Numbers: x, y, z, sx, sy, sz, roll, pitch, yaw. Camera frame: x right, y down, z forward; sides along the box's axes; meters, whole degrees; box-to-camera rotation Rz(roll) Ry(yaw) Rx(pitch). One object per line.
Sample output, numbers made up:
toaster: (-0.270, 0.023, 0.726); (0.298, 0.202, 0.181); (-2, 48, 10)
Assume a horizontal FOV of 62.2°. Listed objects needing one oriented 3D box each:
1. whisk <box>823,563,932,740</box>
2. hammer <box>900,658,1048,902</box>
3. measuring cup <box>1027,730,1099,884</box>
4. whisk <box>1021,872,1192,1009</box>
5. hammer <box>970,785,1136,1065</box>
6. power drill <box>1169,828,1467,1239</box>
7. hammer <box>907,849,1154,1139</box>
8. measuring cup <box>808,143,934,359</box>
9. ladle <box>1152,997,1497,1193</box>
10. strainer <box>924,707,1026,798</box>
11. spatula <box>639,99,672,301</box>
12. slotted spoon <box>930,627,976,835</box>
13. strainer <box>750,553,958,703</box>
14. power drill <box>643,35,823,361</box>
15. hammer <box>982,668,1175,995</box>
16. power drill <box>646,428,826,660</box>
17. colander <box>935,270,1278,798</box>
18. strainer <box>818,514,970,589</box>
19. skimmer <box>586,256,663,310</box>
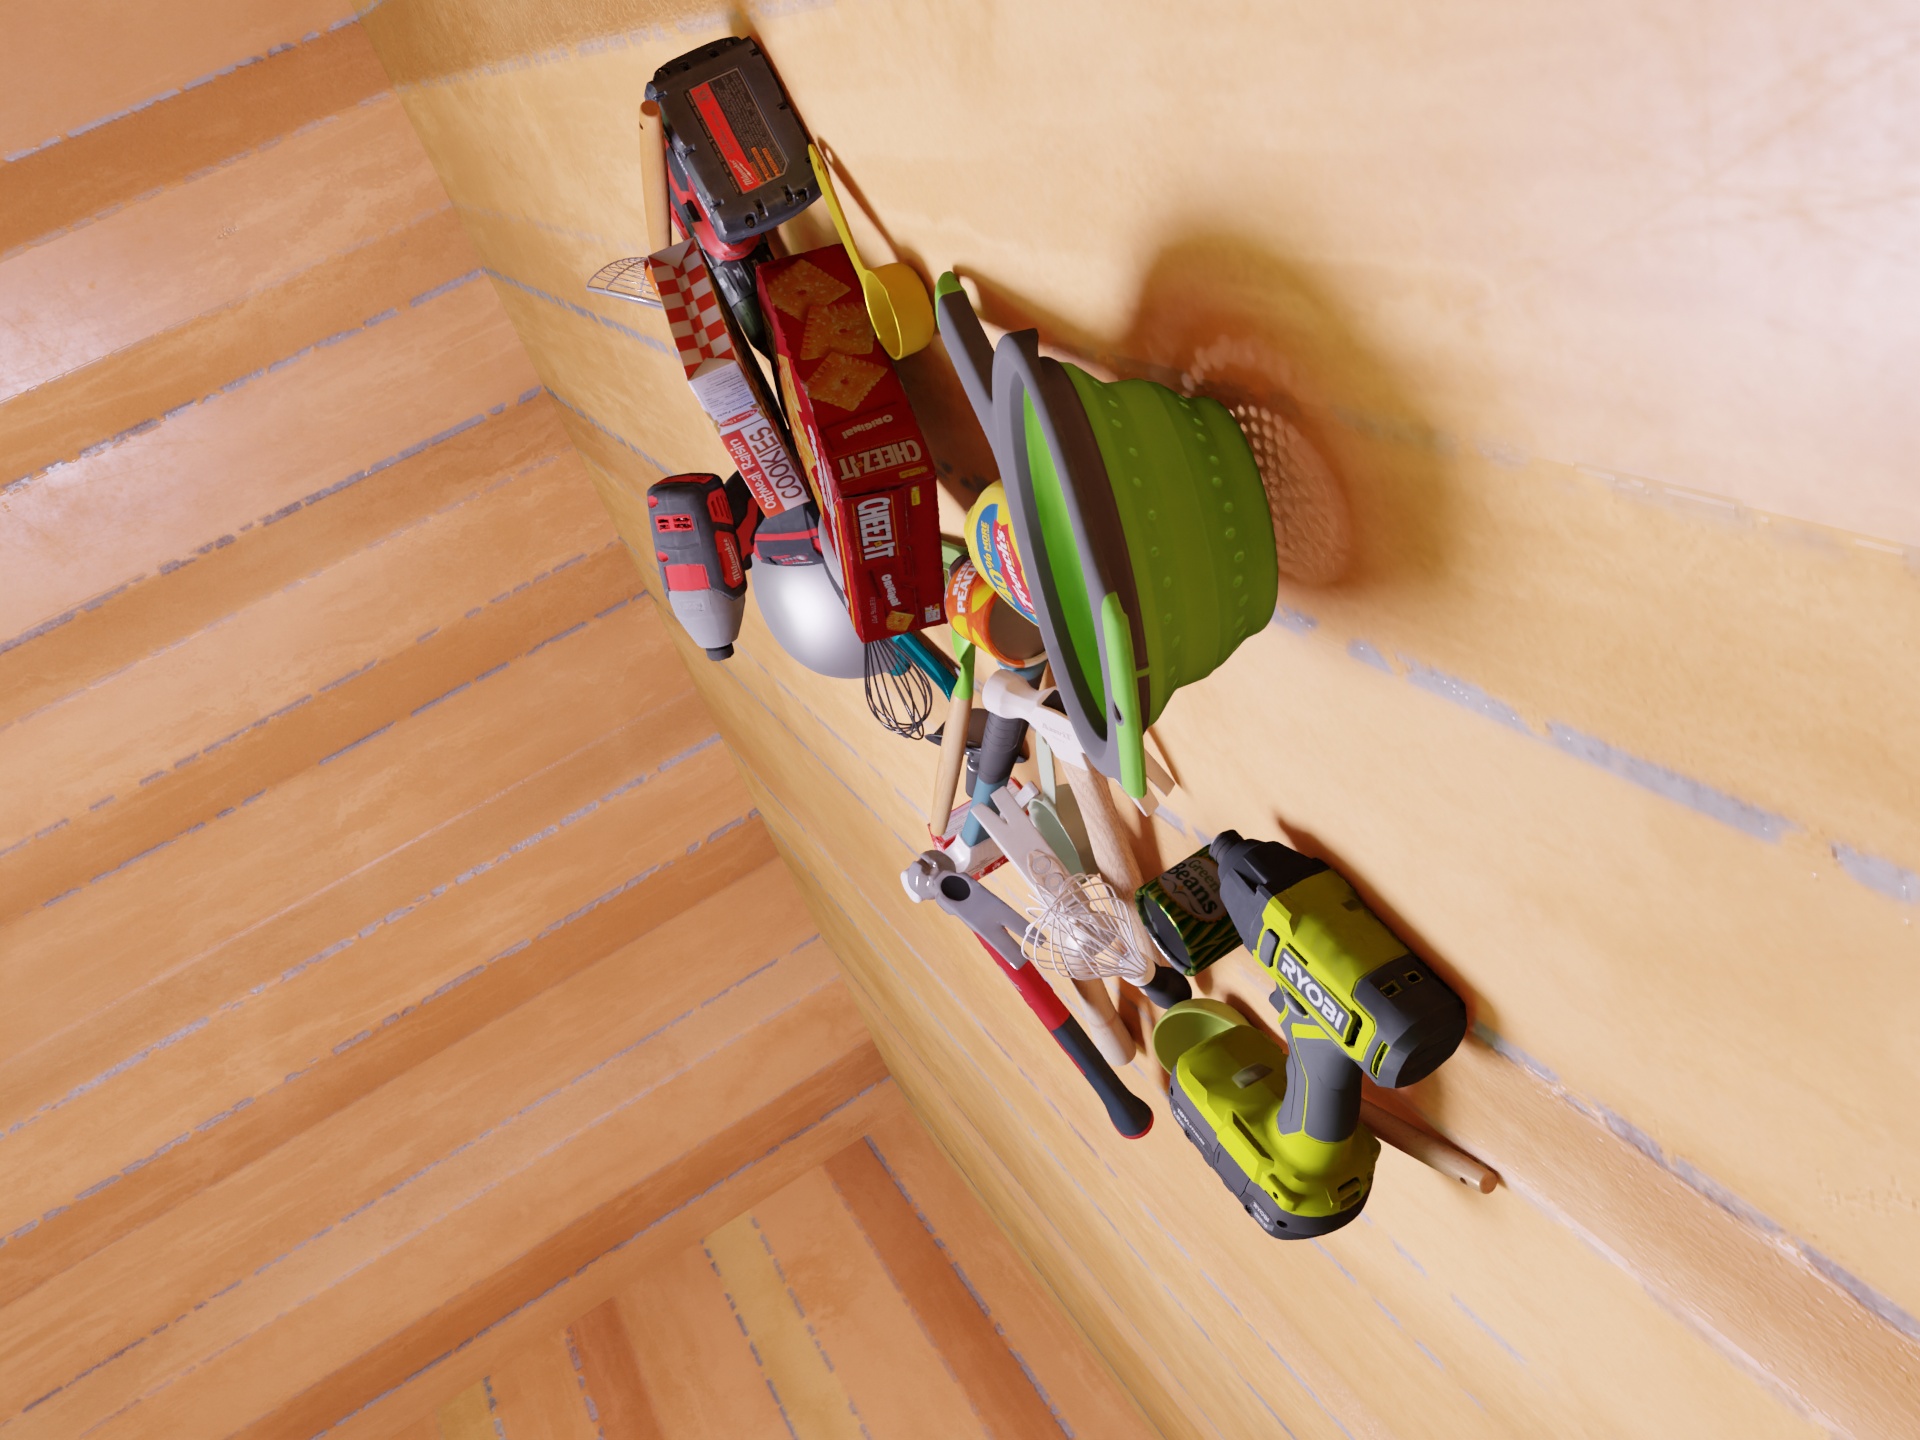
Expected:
whisk: (-0.078, -0.076, 1.341); (0.055, 0.055, 0.239); (79, 167, -54)
hammer: (0.027, 0.033, 1.211); (0.033, 0.128, 0.330); (53, 156, 23)
measuring cup: (0.082, 0.054, 1.185); (0.083, 0.038, 0.167); (49, 160, 39)
whisk: (0.110, 0.163, 1.087); (0.070, 0.070, 0.284); (52, -174, 31)
hammer: (0.095, 0.195, 1.314); (0.146, 0.038, 0.410); (52, 172, 30)
power drill: (0.191, 0.180, 0.915); (0.171, 0.080, 0.223); (48, 148, 38)
hammer: (0.088, 0.252, 1.307); (0.143, 0.038, 0.385); (33, 163, 47)
measuring cup: (-0.056, -0.298, 0.993); (0.062, 0.029, 0.157); (110, 139, -72)
ladle: (0.225, 0.247, 1.031); (0.078, 0.062, 0.320); (60, 164, -17)
strainer: (0.014, 0.032, 1.376); (0.087, 0.050, 0.258); (14, 165, 3)
spatula: (-0.203, -0.347, 1.116); (0.081, 0.041, 0.322); (60, 168, 4)
slotted spoon: (-0.002, -0.004, 1.197); (0.031, 0.070, 0.313); (19, 142, 6)
strainer: (-0.111, -0.085, 1.462); (0.341, 0.095, 0.210); (46, 161, 48)
power drill: (-0.156, -0.356, 1.117); (0.188, 0.080, 0.227); (62, 169, -8)
hammer: (0.112, 0.099, 1.131); (0.130, 0.031, 0.331); (25, 151, 38)
power drill: (-0.169, -0.145, 1.265); (0.220, 0.078, 0.143); (-52, -44, -60)
colander: (0.067, -0.134, 0.783); (0.398, 0.094, 0.204); (-108, 5, -49)
strainer: (-0.052, -0.122, 1.229); (0.151, 0.069, 0.256); (65, 167, -20)
skimmer: (-0.195, -0.267, 1.406); (0.363, 0.090, 0.127); (56, -161, 7)
